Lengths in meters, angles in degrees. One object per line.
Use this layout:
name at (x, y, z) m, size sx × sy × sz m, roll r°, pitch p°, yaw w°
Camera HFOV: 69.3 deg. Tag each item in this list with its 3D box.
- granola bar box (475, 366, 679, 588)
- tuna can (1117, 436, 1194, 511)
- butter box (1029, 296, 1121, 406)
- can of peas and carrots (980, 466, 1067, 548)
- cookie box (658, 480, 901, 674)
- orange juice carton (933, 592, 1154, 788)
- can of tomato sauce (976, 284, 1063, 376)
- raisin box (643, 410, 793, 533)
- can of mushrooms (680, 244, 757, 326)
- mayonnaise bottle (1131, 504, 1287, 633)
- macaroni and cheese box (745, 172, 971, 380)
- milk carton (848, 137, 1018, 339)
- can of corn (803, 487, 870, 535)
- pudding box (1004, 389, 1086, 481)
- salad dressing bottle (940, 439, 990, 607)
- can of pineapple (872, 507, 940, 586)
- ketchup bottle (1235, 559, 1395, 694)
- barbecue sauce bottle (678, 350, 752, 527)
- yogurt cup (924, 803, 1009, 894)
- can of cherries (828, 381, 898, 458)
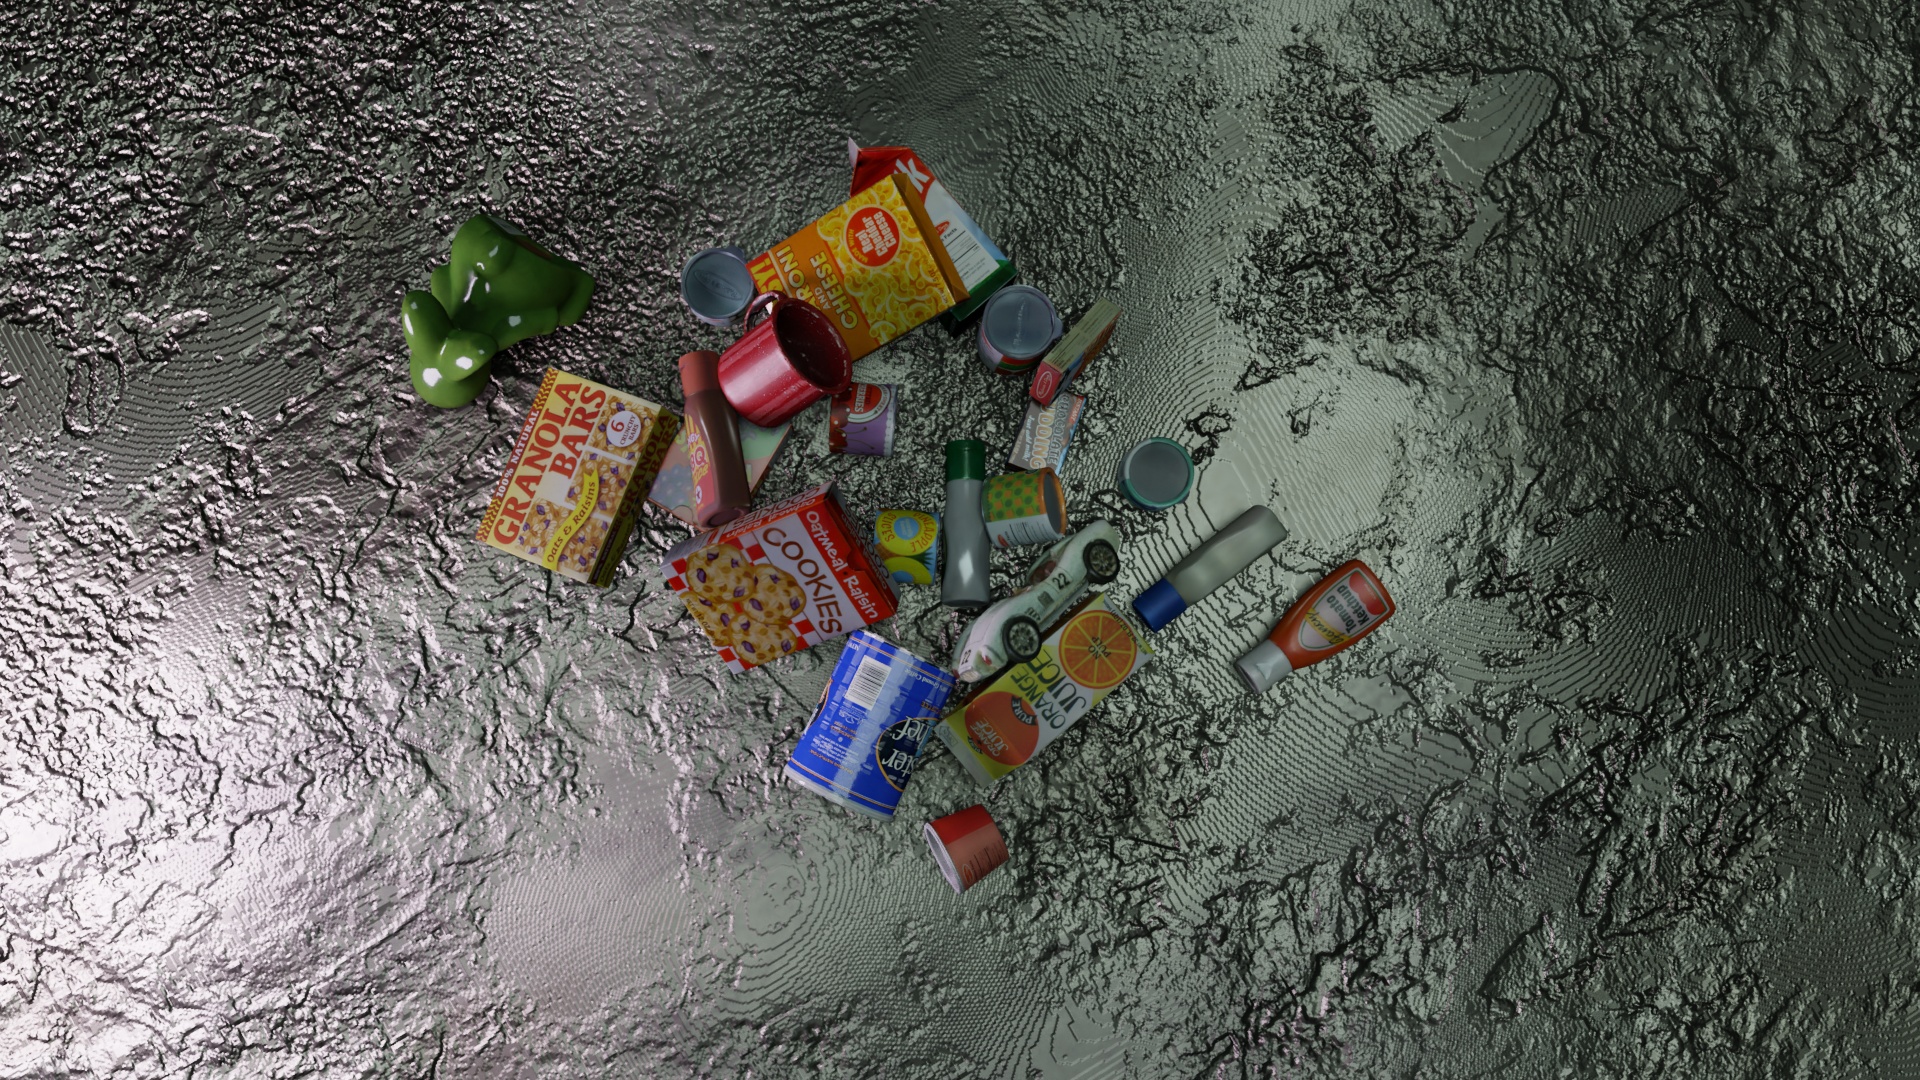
granola bar box at (-0.335, -0.055, 1.217) m, size 0.124 × 0.039 × 0.165 m, roll 19°, pitch 83°, yaw 19°
tuna can at (0.181, -0.059, 1.273) m, size 0.071 × 0.033 × 0.071 m, roll 0°, pitch 85°, yaw -3°
butter box at (0.104, -0.170, 1.250) m, size 0.024 × 0.053 × 0.104 m, roll 36°, pitch 59°, yaw 9°
can of peas and carrots at (0.057, -0.031, 1.237) m, size 0.058 × 0.071 × 0.071 m, roll -9°, pitch 85°, yaw 21°
cookie box at (-0.152, 0.034, 1.181) m, size 0.167 × 0.040 × 0.122 m, roll -21°, pitch 116°, yaw 19°
orange juice carton at (0.072, 0.132, 1.227) m, size 0.193 × 0.073 × 0.072 m, roll -39°, pitch 90°, yaw -6°
can of tomato sauce at (0.052, -0.187, 1.251) m, size 0.071 × 0.083 × 0.071 m, roll 0°, pitch 85°, yaw -4°
raisin box at (-0.217, -0.070, 1.244) m, size 0.086 × 0.040 × 0.123 m, roll 30°, pitch 84°, yaw -1°
can of mushrooms at (-0.217, -0.232, 1.262) m, size 0.071 × 0.033 × 0.071 m, roll 0°, pitch 85°, yaw -3°
mayonnaise bottle at (0.223, 0.026, 1.255) m, size 0.148 × 0.065 × 0.041 m, roll -37°, pitch 92°, yaw -2°
macaroni and cheese box at (-0.092, -0.228, 1.220) m, size 0.166 × 0.040 × 0.123 m, roll -25°, pitch 95°, yaw 26°
milk carton at (-0.039, -0.283, 1.260) m, size 0.073 × 0.072 × 0.190 m, roll -41°, pitch 89°, yaw -7°
can of corn at (-0.125, -0.003, 1.230) m, size 0.071 × 0.071 × 0.058 m, roll 36°, pitch 85°, yaw 0°
pudding box at (0.078, -0.098, 1.271) m, size 0.050 × 0.030 × 0.084 m, roll 21°, pitch 84°, yaw -3°
salad dressing bottle at (0.004, -0.016, 1.246) m, size 0.044 × 0.064 × 0.148 m, roll -1°, pitch 76°, yaw 6°
can of pineapple at (-0.049, 0.004, 1.233) m, size 0.058 × 0.071 × 0.071 m, roll 5°, pitch 85°, yaw -3°
ketchup bottle at (0.319, 0.083, 1.264) m, size 0.149 × 0.043 × 0.065 m, roll -35°, pitch 88°, yaw -6°
barbecue sauce bottle at (-0.213, -0.089, 1.197) m, size 0.044 × 0.064 × 0.149 m, roll -4°, pitch 75°, yaw -28°
yogurt cup at (0.007, 0.267, 1.216) m, size 0.054 × 0.072 × 0.072 m, roll -26°, pitch 87°, yaw -13°
can of cherries at (-0.086, -0.111, 1.241) m, size 0.058 × 0.071 × 0.071 m, roll 5°, pitch 85°, yaw -2°
